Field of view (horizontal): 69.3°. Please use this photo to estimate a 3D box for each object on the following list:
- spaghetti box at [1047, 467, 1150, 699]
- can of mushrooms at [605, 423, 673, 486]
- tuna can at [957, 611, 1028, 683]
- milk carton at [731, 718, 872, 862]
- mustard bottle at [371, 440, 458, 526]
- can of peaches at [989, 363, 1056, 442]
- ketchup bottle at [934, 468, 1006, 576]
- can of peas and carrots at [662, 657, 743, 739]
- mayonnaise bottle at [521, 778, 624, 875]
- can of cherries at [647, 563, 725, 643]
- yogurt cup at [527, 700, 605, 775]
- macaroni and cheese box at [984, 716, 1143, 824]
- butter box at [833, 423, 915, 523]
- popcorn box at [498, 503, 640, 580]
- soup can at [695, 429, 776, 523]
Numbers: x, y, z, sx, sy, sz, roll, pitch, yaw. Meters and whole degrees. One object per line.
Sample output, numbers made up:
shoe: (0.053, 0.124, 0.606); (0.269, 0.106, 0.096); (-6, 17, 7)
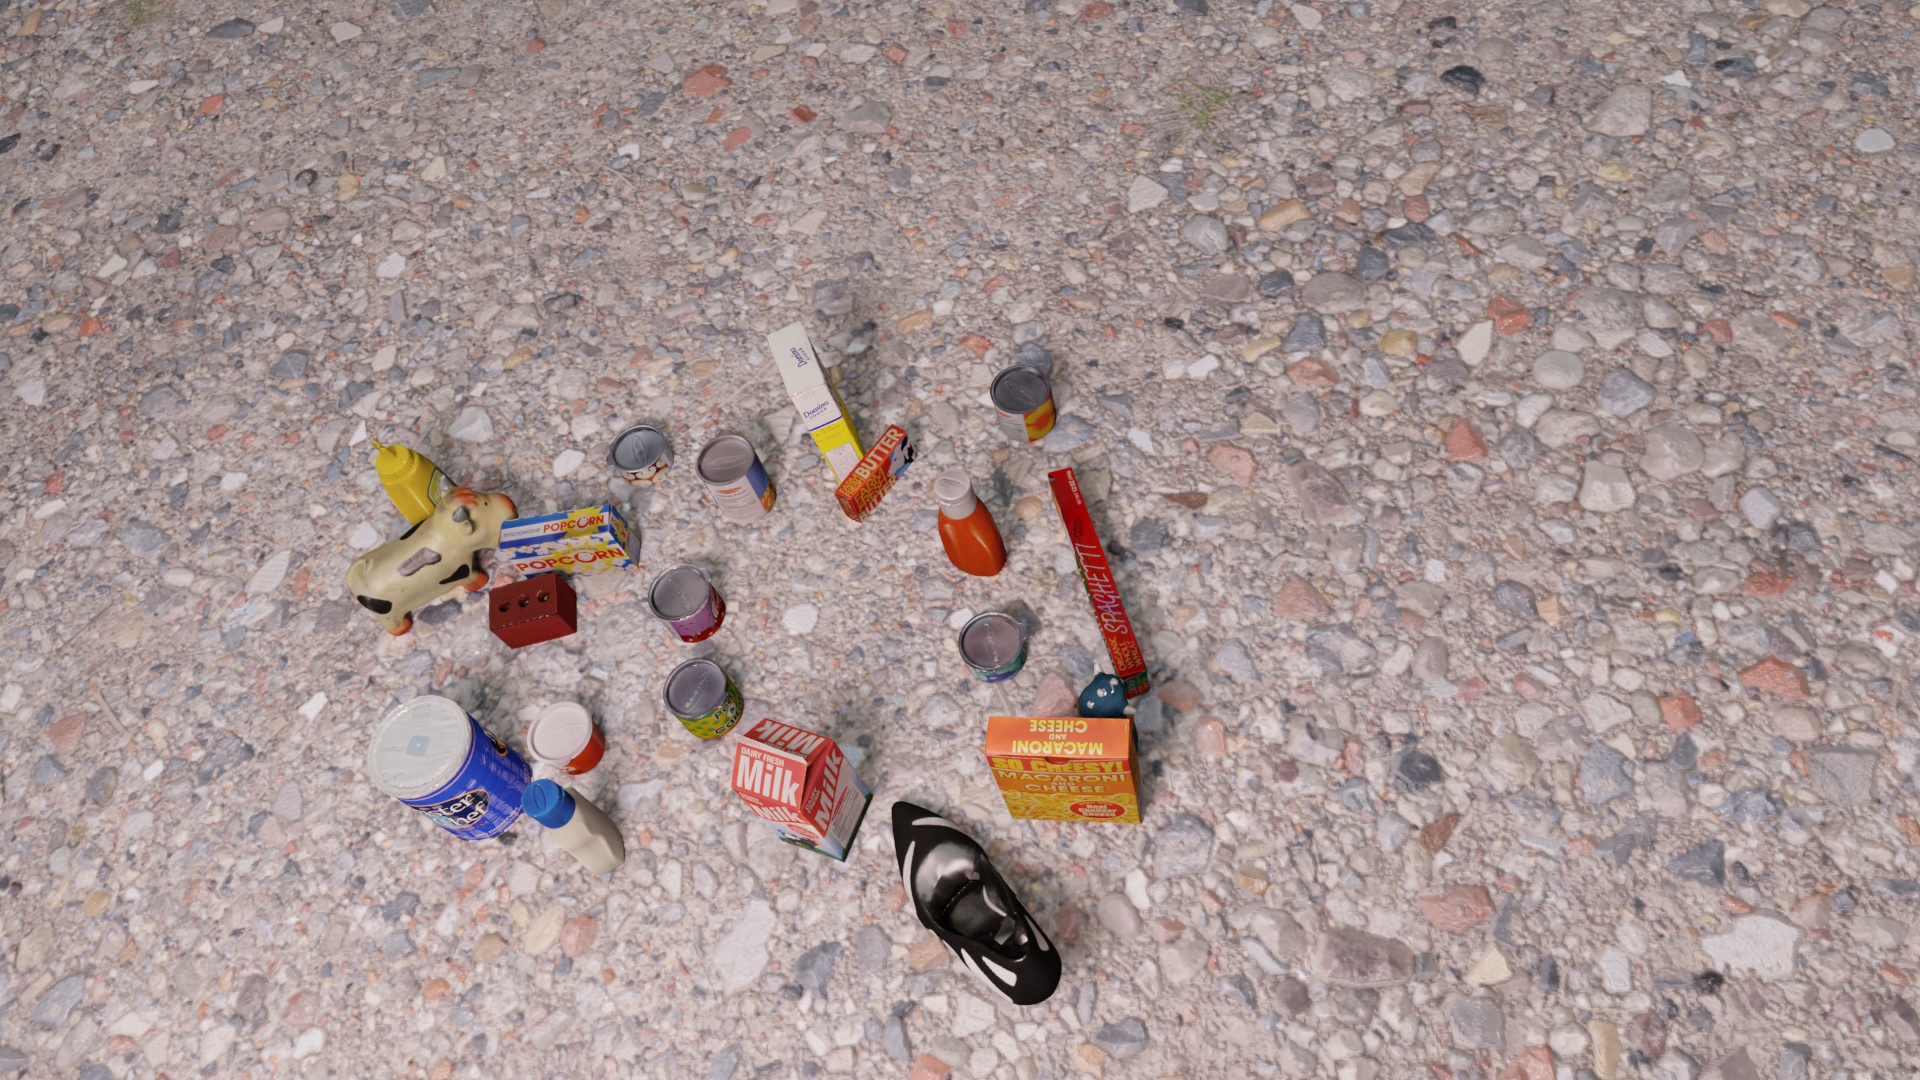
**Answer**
spaghetti box: (0.137, 0.039, 1.393); (0.029, 0.050, 0.251); (-18, 58, 1)
can of mushrooms: (-0.366, -0.096, 1.587); (0.071, 0.033, 0.071); (-5, 59, 9)
tuna can: (0.035, 0.106, 1.385); (0.071, 0.032, 0.071); (-5, 59, 9)
milk carton: (-0.146, 0.222, 1.262); (0.072, 0.189, 0.074); (15, 64, 19)
mustard bottle: (-0.606, -0.063, 1.542); (0.049, 0.159, 0.065); (-4, 60, 10)
can of peaches: (0.071, -0.151, 1.514); (0.071, 0.057, 0.071); (-5, 59, 9)
ketchup bottle: (0.005, -0.018, 1.396); (0.065, 0.148, 0.044); (19, 66, 21)
can of peas and carrots: (-0.256, 0.160, 1.398); (0.071, 0.058, 0.071); (-5, 59, 9)
mayonnaise bottle: (-0.364, 0.265, 1.306); (0.041, 0.147, 0.065); (-28, 59, -5)
can of cherries: (-0.284, 0.066, 1.460); (0.071, 0.058, 0.072); (-5, 59, 9)
yogurt cup: (-0.395, 0.203, 1.405); (0.072, 0.053, 0.073); (-5, 59, 9)
macaroni and cheese box: (0.096, 0.207, 1.235); (0.124, 0.165, 0.040); (0, 60, 12)
butter box: (-0.091, -0.072, 1.504); (0.024, 0.053, 0.104); (30, 70, 25)
popcorn box: (-0.423, 0.005, 1.509); (0.127, 0.085, 0.038); (-9, 59, 7)
soup can: (-0.244, -0.069, 1.516); (0.071, 0.083, 0.071); (-5, 59, 9)
